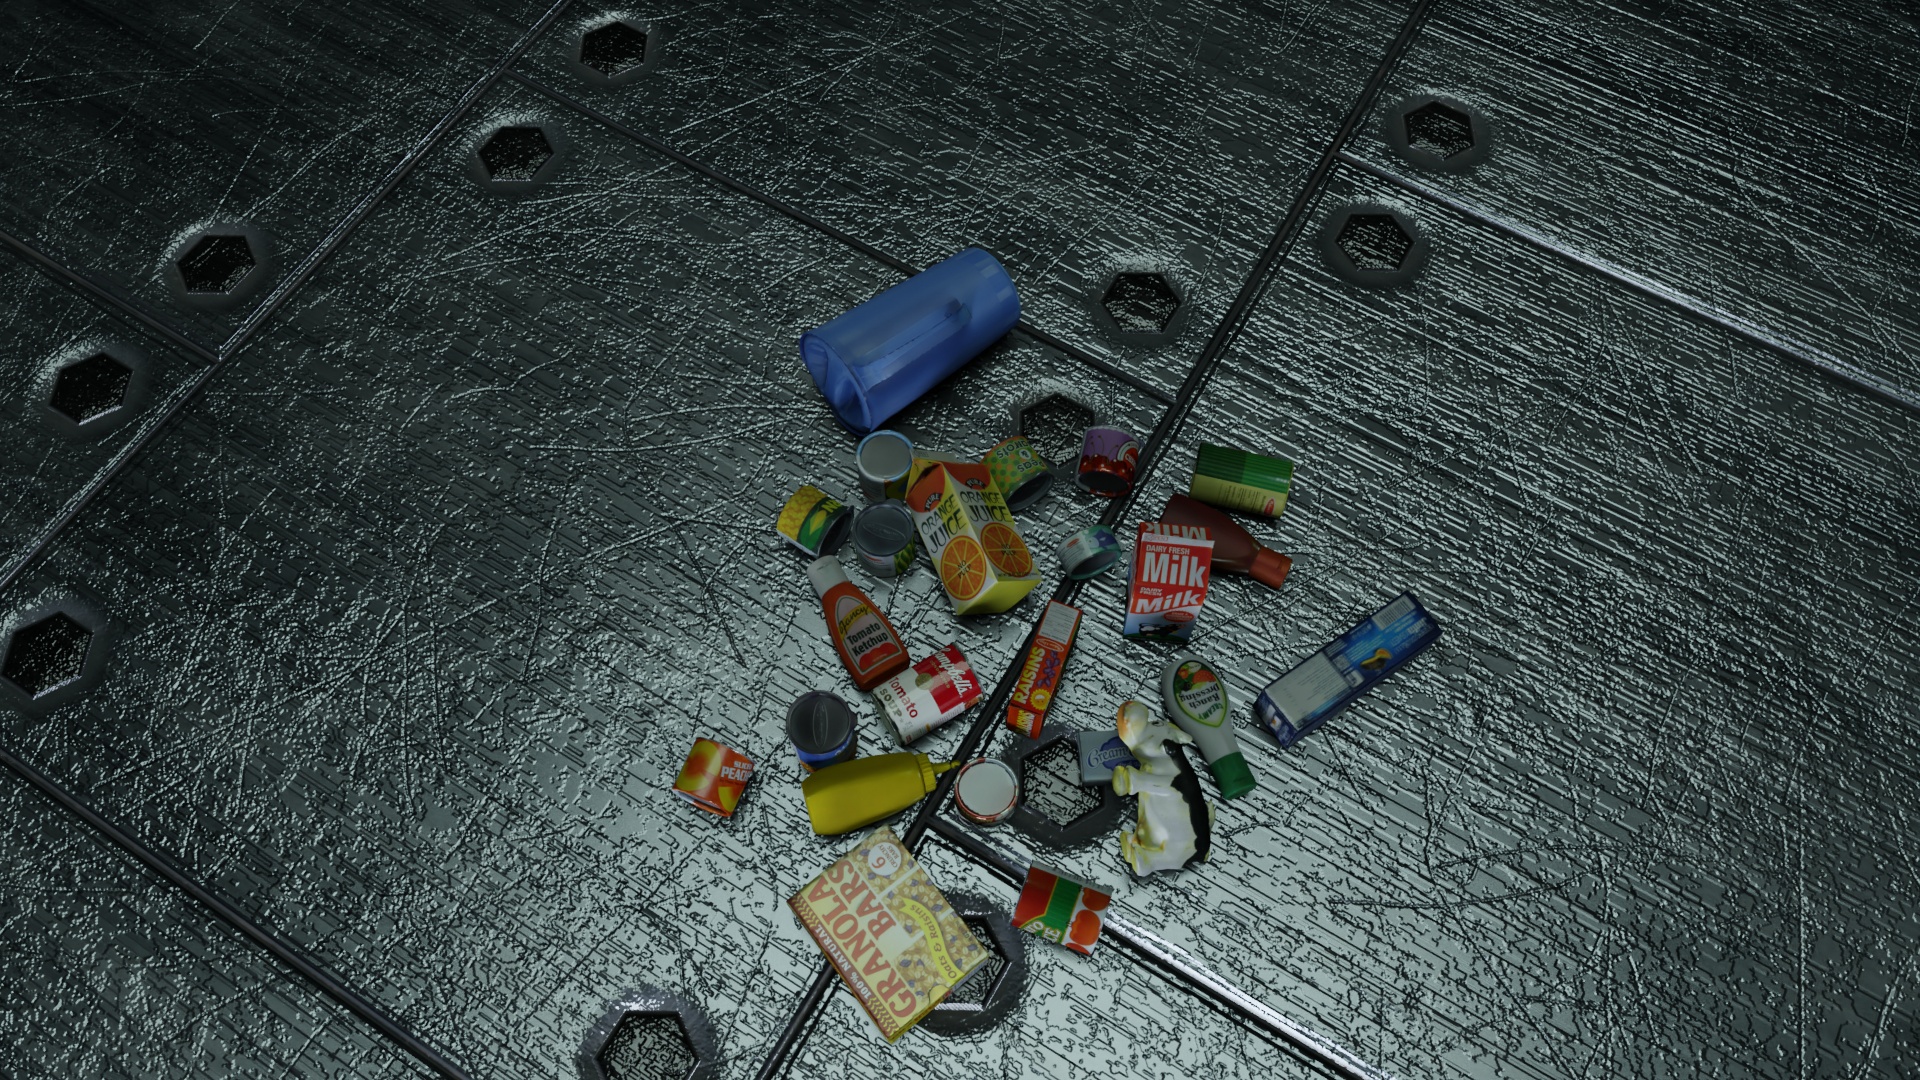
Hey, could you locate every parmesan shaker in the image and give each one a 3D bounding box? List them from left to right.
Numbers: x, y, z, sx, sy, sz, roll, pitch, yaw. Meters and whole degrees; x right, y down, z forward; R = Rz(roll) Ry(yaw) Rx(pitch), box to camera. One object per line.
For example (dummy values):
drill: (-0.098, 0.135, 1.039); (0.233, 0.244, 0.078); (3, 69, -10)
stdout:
parmesan shaker: (0.310, -0.069, 1.537); (0.103, 0.071, 0.071); (13, 66, 6)

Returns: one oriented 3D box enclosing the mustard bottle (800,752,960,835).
mustard bottle: (-0.077, 0.246, 1.394); (0.160, 0.065, 0.049); (-14, 26, -12)

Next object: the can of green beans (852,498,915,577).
can of green beans: (-0.083, -0.001, 1.512); (0.071, 0.057, 0.071); (0, 65, 0)

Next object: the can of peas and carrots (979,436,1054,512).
can of peas and carrots: (0.062, -0.075, 1.540); (0.071, 0.070, 0.059); (-30, 68, -13)

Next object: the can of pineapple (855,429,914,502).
can of pineapple: (-0.081, -0.083, 1.551); (0.071, 0.057, 0.071); (0, 65, 0)

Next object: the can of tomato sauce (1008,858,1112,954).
can of tomato sauce: (0.097, 0.355, 1.339); (0.083, 0.071, 0.071); (19, 66, 8)

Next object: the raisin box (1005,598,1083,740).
raisin box: (0.086, 0.134, 1.433); (0.040, 0.085, 0.124); (20, 66, 7)

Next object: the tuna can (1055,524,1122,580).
tuna can: (0.141, 0.013, 1.503); (0.071, 0.070, 0.033); (-20, 68, -9)

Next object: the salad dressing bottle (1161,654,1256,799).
salad dressing bottle: (0.257, 0.192, 1.428); (0.064, 0.043, 0.148); (-17, 66, -13)

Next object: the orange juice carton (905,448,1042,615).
orange juice carton: (0.005, -0.019, 1.498); (0.072, 0.072, 0.193); (0, 57, -45)

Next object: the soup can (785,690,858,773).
soup can: (-0.137, 0.196, 1.404); (0.071, 0.083, 0.071); (0, 65, 0)

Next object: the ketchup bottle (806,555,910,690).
ketchup bottle: (-0.114, 0.084, 1.480); (0.065, 0.043, 0.149); (-28, 67, -12)

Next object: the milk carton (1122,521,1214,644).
milk carton: (0.211, 0.037, 1.421); (0.072, 0.189, 0.074); (6, 65, 3)

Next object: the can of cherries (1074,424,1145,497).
can of cherries: (0.166, -0.088, 1.547); (0.071, 0.071, 0.058); (12, 66, 5)

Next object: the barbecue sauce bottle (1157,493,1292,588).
barbecue sauce bottle: (0.287, 0.005, 1.517); (0.149, 0.043, 0.065); (25, 73, 11)

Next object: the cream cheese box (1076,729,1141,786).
cream cheese box: (0.173, 0.222, 1.425); (0.104, 0.024, 0.053); (-3, 64, -1)

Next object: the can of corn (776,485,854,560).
can of corn: (-0.157, -0.021, 1.516); (0.058, 0.071, 0.071); (31, 69, 14)

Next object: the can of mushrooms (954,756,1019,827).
can of mushrooms: (0.025, 0.256, 1.404); (0.071, 0.033, 0.071); (0, 65, -1)

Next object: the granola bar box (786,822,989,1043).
granola bar box: (-0.070, 0.377, 1.343); (0.124, 0.039, 0.166); (-36, 69, -15)

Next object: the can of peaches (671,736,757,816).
can of peaches: (-0.246, 0.238, 1.393); (0.071, 0.071, 0.058); (20, 67, 9)
